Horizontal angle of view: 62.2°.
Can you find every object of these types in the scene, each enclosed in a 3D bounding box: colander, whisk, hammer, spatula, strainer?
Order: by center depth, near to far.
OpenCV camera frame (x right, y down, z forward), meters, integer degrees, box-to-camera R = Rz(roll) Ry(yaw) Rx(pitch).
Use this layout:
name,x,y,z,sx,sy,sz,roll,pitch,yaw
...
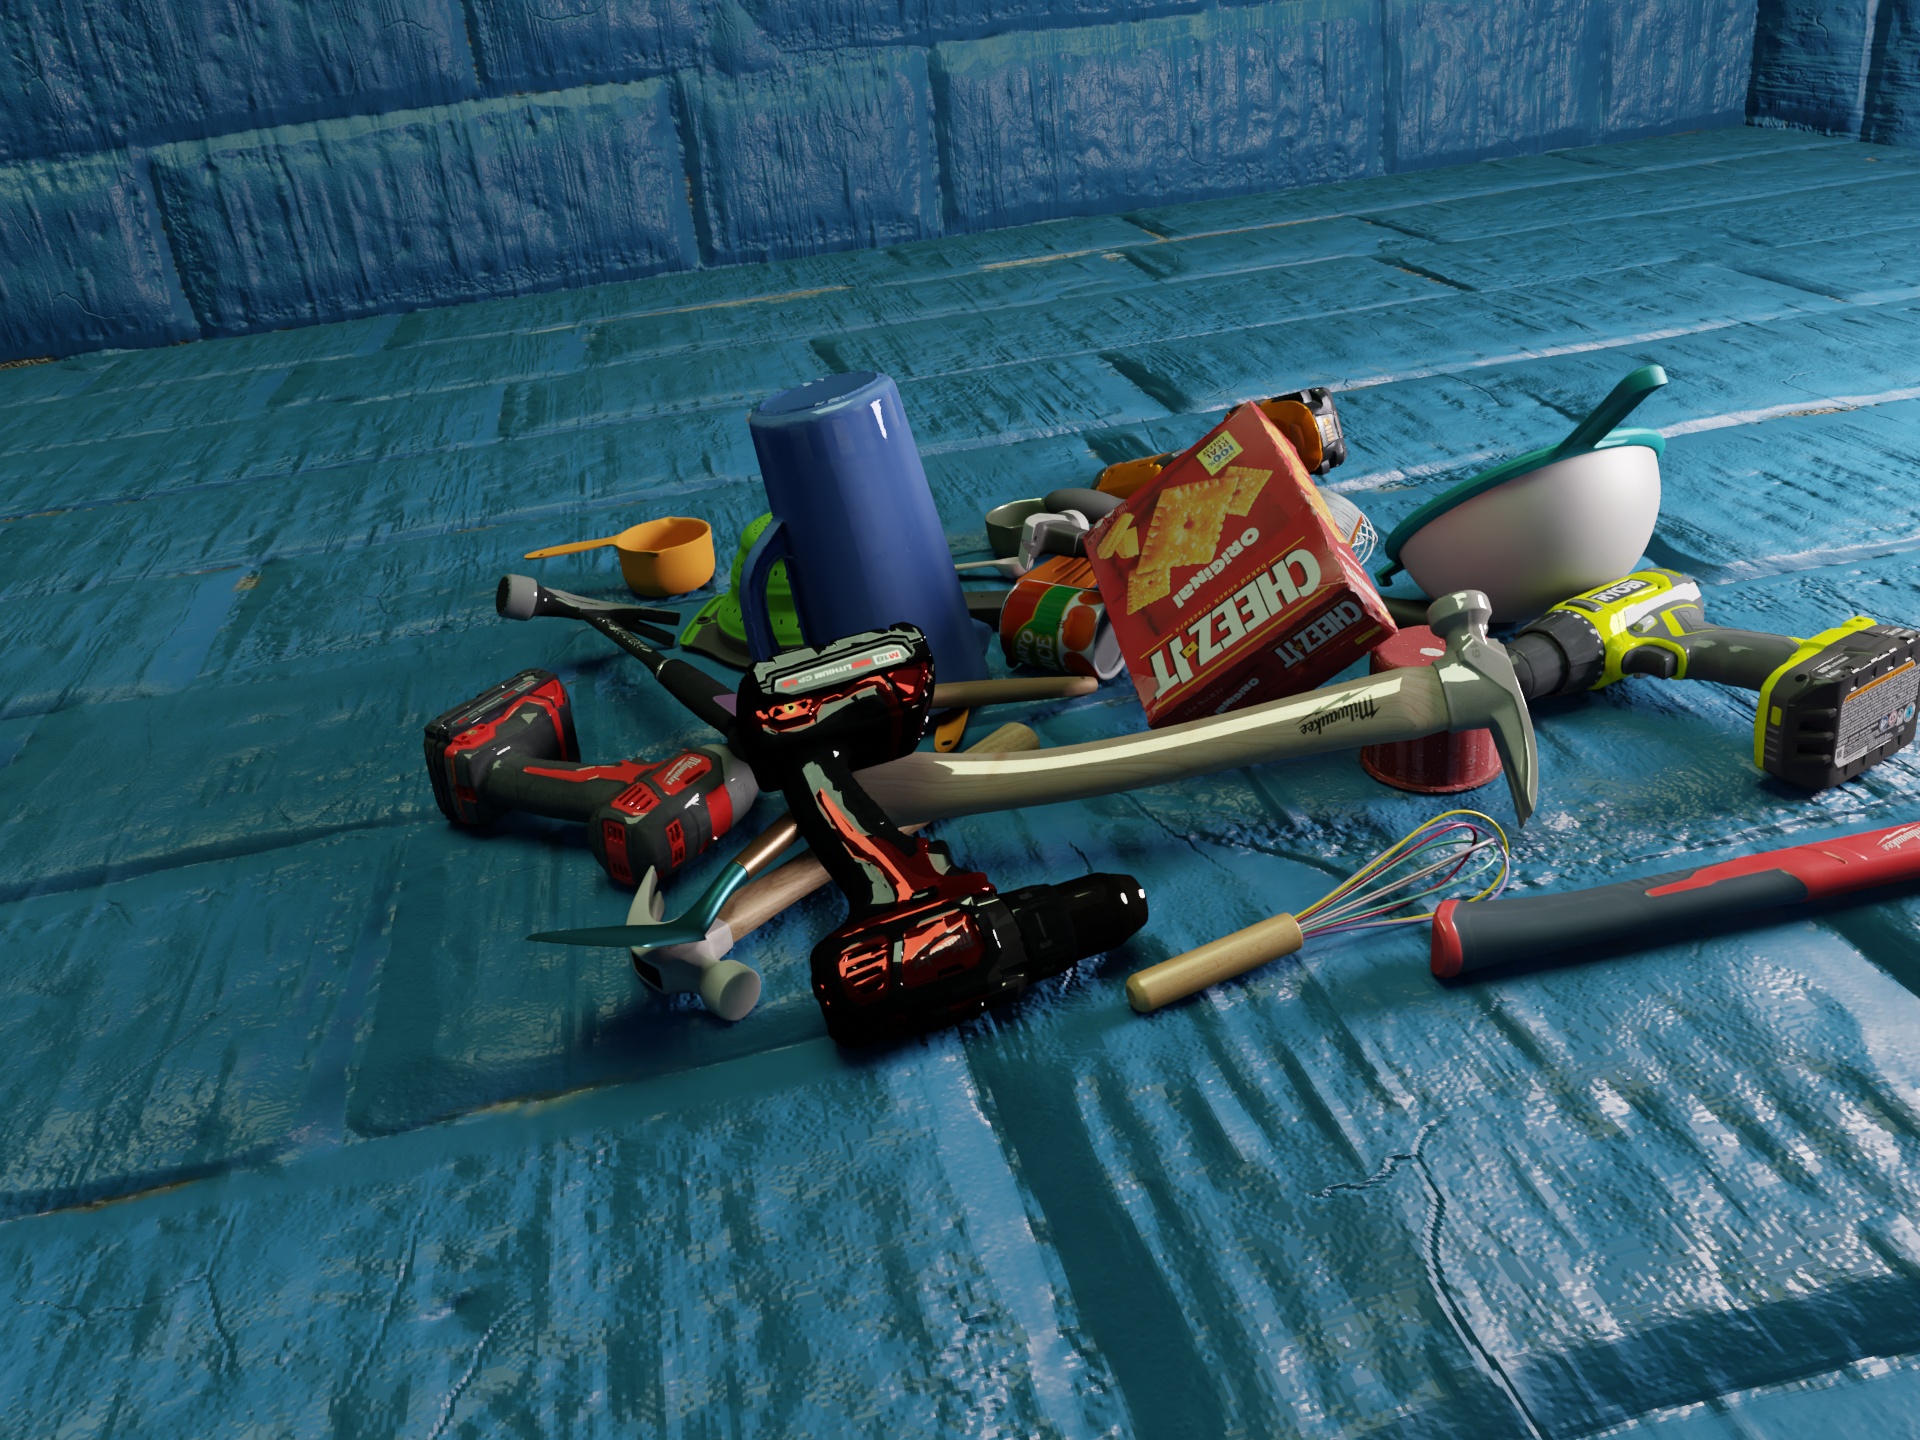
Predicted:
name,x,y,z,sx,sy,sz,roll,pitch,yaw
hammer,0.440,0.093,0.848,0.386,0.038,0.143,-10,28,-8
whisk,0.199,0.105,0.876,0.245,0.047,0.051,-19,30,-17
spatula,-0.119,0.068,0.944,0.082,0.044,0.317,-2,24,31
hammer,0.132,0.027,0.958,0.410,0.038,0.146,-11,66,3
hammer,-0.068,0.077,1.002,0.130,0.031,0.331,18,35,39
spatula,-0.022,-0.015,1.090,0.315,0.018,0.060,-5,24,-39
strainer,0.432,-0.141,1.123,0.211,0.095,0.340,-17,-12,-3
hammer,-0.215,-0.038,1.168,0.149,0.036,0.409,10,11,-34
hammer,0.204,-0.113,1.254,0.335,0.035,0.146,16,17,20
colander,-0.044,-0.126,1.319,0.397,0.094,0.205,-1,28,14
whisk,0.211,-0.171,1.360,0.284,0.070,0.070,8,29,10
spatula,0.204,-0.157,1.418,0.322,0.041,0.081,-14,29,-24

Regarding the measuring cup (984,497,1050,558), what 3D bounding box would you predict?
name,x,y,z,sx,sy,sz,roll,pitch,yaw
measuring cup,0.103,-0.171,1.445,0.168,0.038,0.083,6,28,24

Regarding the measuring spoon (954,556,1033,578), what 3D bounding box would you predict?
name,x,y,z,sx,sy,sz,roll,pitch,yaw
measuring spoon,0.006,-0.131,1.423,0.124,0.018,0.034,-4,14,19

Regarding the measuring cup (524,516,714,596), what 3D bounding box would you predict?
name,x,y,z,sx,sy,sz,roll,pitch,yaw
measuring cup,-0.313,-0.144,1.475,0.173,0.052,0.095,-8,27,1

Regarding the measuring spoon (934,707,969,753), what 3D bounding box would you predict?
name,x,y,z,sx,sy,sz,roll,pitch,yaw
measuring spoon,-0.002,-0.004,1.174,0.021,0.011,0.117,-7,29,15

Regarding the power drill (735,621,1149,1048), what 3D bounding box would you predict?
name,x,y,z,sx,sy,sz,roll,pitch,yaw
power drill,-0.016,0.059,0.891,0.188,0.080,0.227,-16,61,-17

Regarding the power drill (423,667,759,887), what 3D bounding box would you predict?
name,x,y,z,sx,sy,sz,roll,pitch,yaw
power drill,-0.242,0.036,1.078,0.220,0.078,0.143,14,33,30

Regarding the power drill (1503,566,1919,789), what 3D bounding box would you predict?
name,x,y,z,sx,sy,sz,roll,pitch,yaw
power drill,0.482,-0.032,1.048,0.190,0.080,0.229,-20,27,-28

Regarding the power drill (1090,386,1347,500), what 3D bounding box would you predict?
name,x,y,z,sx,sy,sz,roll,pitch,yaw
power drill,0.252,-0.239,1.470,0.226,0.084,0.164,-26,14,-31
